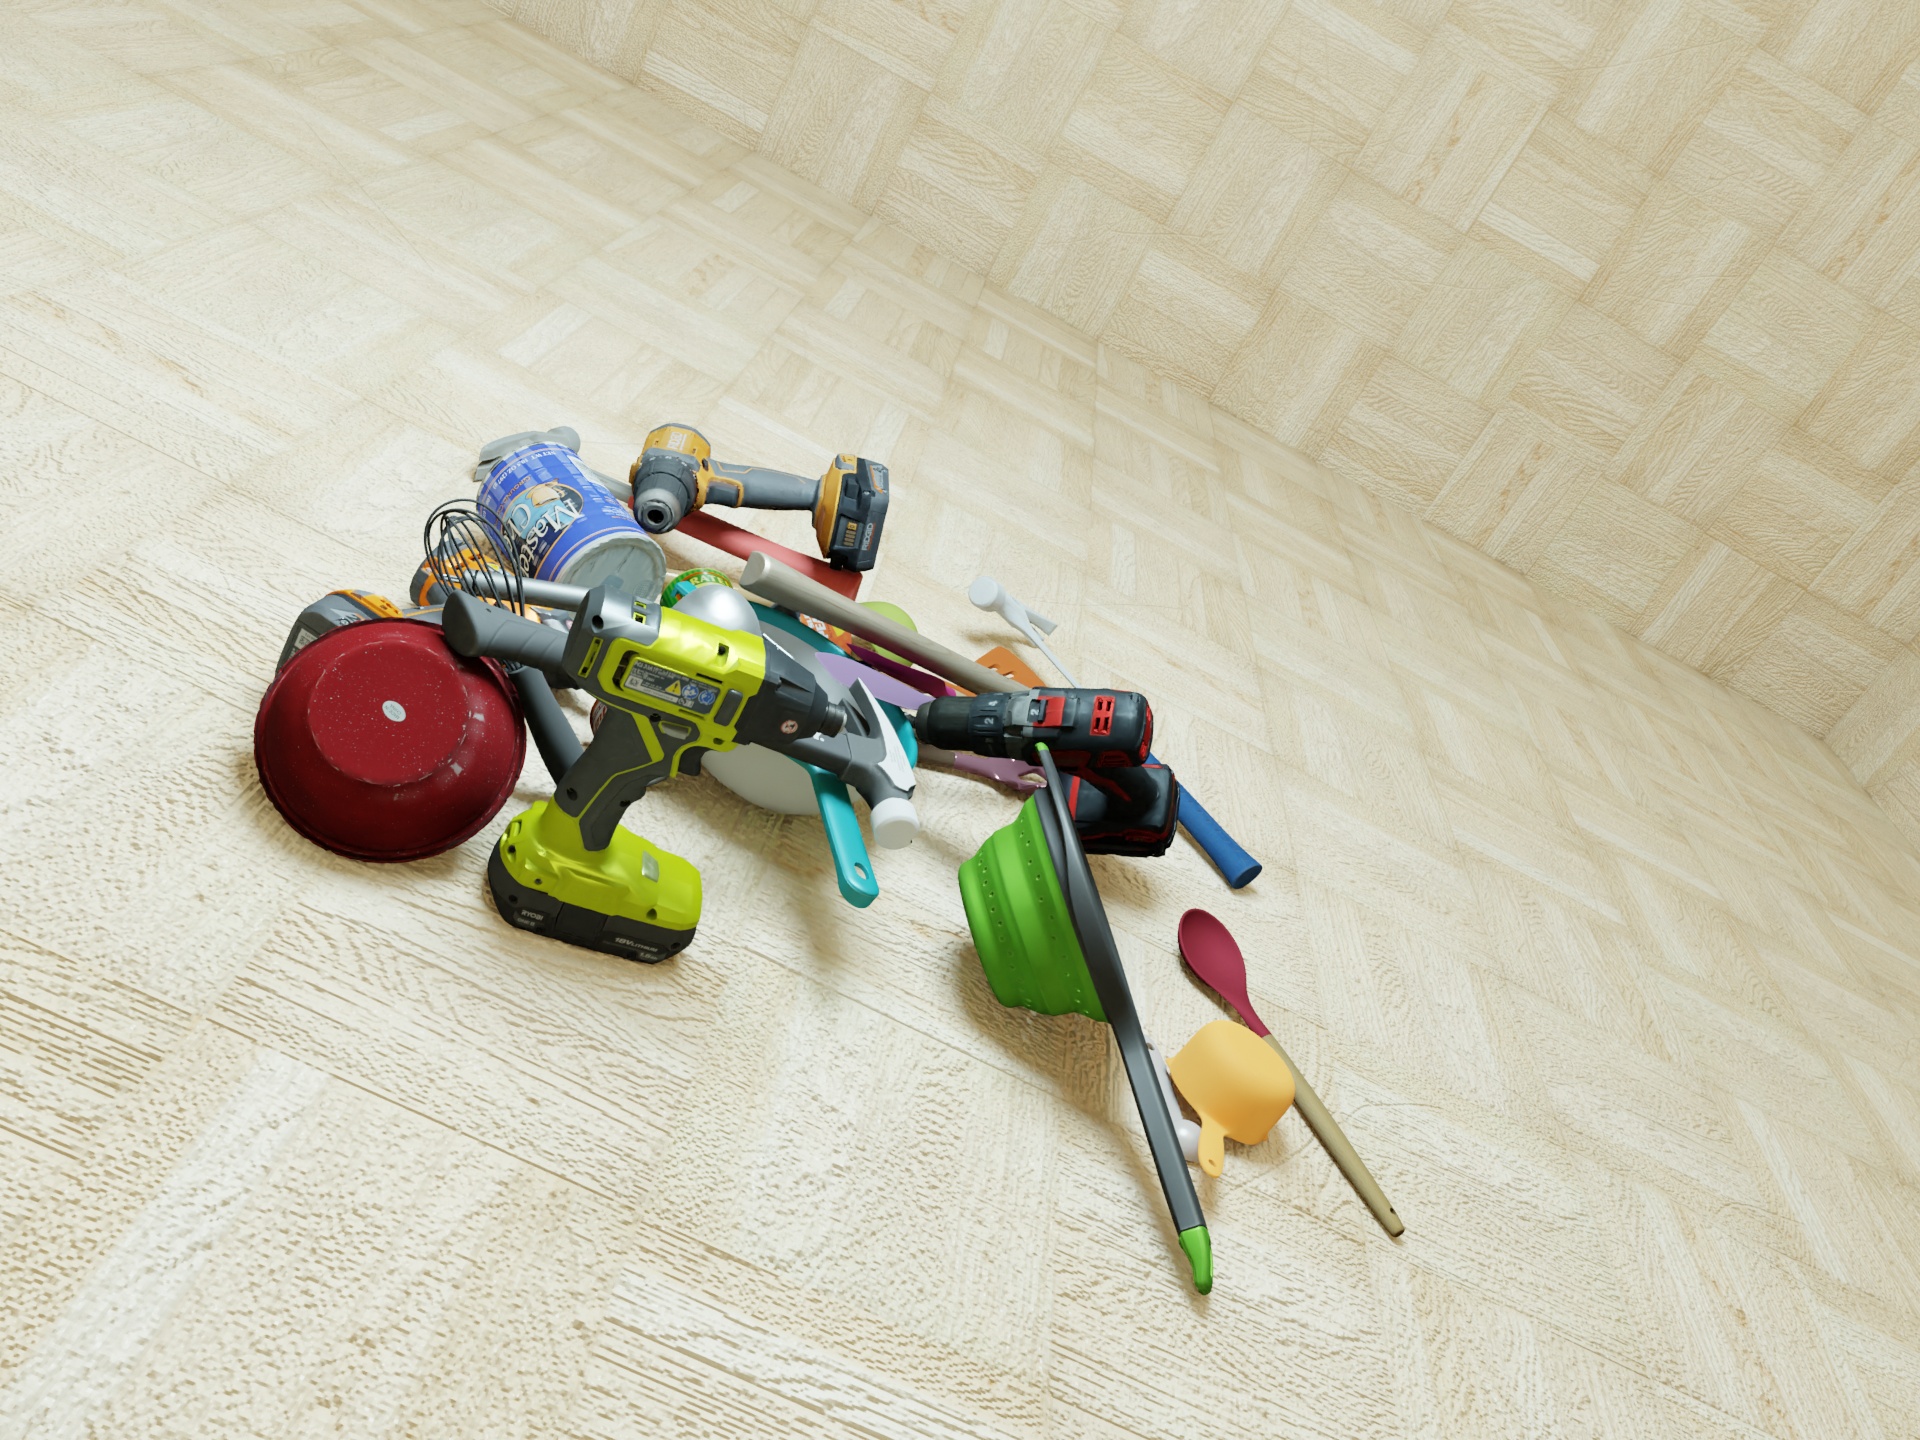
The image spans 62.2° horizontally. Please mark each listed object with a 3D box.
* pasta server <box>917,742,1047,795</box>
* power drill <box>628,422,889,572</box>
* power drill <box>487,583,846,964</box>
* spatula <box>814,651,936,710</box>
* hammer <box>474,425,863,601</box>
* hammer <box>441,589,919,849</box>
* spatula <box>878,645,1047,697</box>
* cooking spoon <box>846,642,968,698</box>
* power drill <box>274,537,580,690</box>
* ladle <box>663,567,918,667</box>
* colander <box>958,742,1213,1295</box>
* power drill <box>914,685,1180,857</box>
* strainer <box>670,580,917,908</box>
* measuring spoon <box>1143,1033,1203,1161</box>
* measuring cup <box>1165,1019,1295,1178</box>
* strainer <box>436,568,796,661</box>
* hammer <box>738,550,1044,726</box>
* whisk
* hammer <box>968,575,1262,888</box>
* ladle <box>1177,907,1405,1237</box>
[{"bbox_3d":[-0.027,0.024,1.395,0.316,0.040,0.060,14,41,-29],"label":"pasta server"},{"bbox_3d":[-0.180,-0.195,1.409,0.226,0.084,0.185,11,25,-8],"label":"power drill"},{"bbox_3d":[-0.186,0.039,0.986,0.171,0.223,0.080,20,28,-21],"label":"power drill"},{"bbox_3d":[-0.002,-0.004,1.335,0.315,0.018,0.060,21,20,-44],"label":"spatula"},{"bbox_3d":[-0.259,-0.184,1.463,0.359,0.036,0.149,24,24,8],"label":"hammer"},{"bbox_3d":[-0.180,-0.016,1.059,0.334,0.035,0.146,21,31,-29],"label":"hammer"},{"bbox_3d":[-0.032,-0.041,1.481,0.081,0.041,0.322,45,23,27],"label":"spatula"},{"bbox_3d":[0.004,-0.013,1.408,0.069,0.017,0.318,20,-4,37],"label":"cooking spoon"},{"bbox_3d":[-0.353,-0.046,1.131,0.164,0.084,0.226,33,22,1],"label":"power drill"},{"bbox_3d":[-0.185,-0.102,1.463,0.320,0.062,0.078,11,33,-22],"label":"ladle"},{"bbox_3d":[0.076,0.210,1.112,0.204,0.094,0.398,66,7,-58],"label":"colander"},{"bbox_3d":[0.079,0.036,1.302,0.188,0.080,0.226,2,-23,20],"label":"power drill"},{"bbox_3d":[-0.128,0.042,1.184,0.210,0.095,0.341,24,26,-32],"label":"strainer"},{"bbox_3d":[0.154,0.271,1.168,0.034,0.018,0.124,19,28,-23],"label":"measuring spoon"},{"bbox_3d":[0.197,0.272,1.140,0.095,0.052,0.173,38,15,3],"label":"measuring cup"},{"bbox_3d":[-0.241,-0.083,1.133,0.258,0.050,0.087,9,19,-9],"label":"strainer"},{"bbox_3d":[-0.017,-0.053,1.371,0.410,0.038,0.146,24,-5,-42],"label":"hammer"},{"bbox_3d":[-0.290,-0.037,1.059,0.055,0.238,0.055,-14,29,8],"label":"whisk"},{"bbox_3d":[0.159,0.010,1.592,0.406,0.035,0.144,50,12,28],"label":"hammer"},{"bbox_3d":[0.258,0.274,1.265,0.069,0.031,0.316,6,37,-36],"label":"ladle"}]
